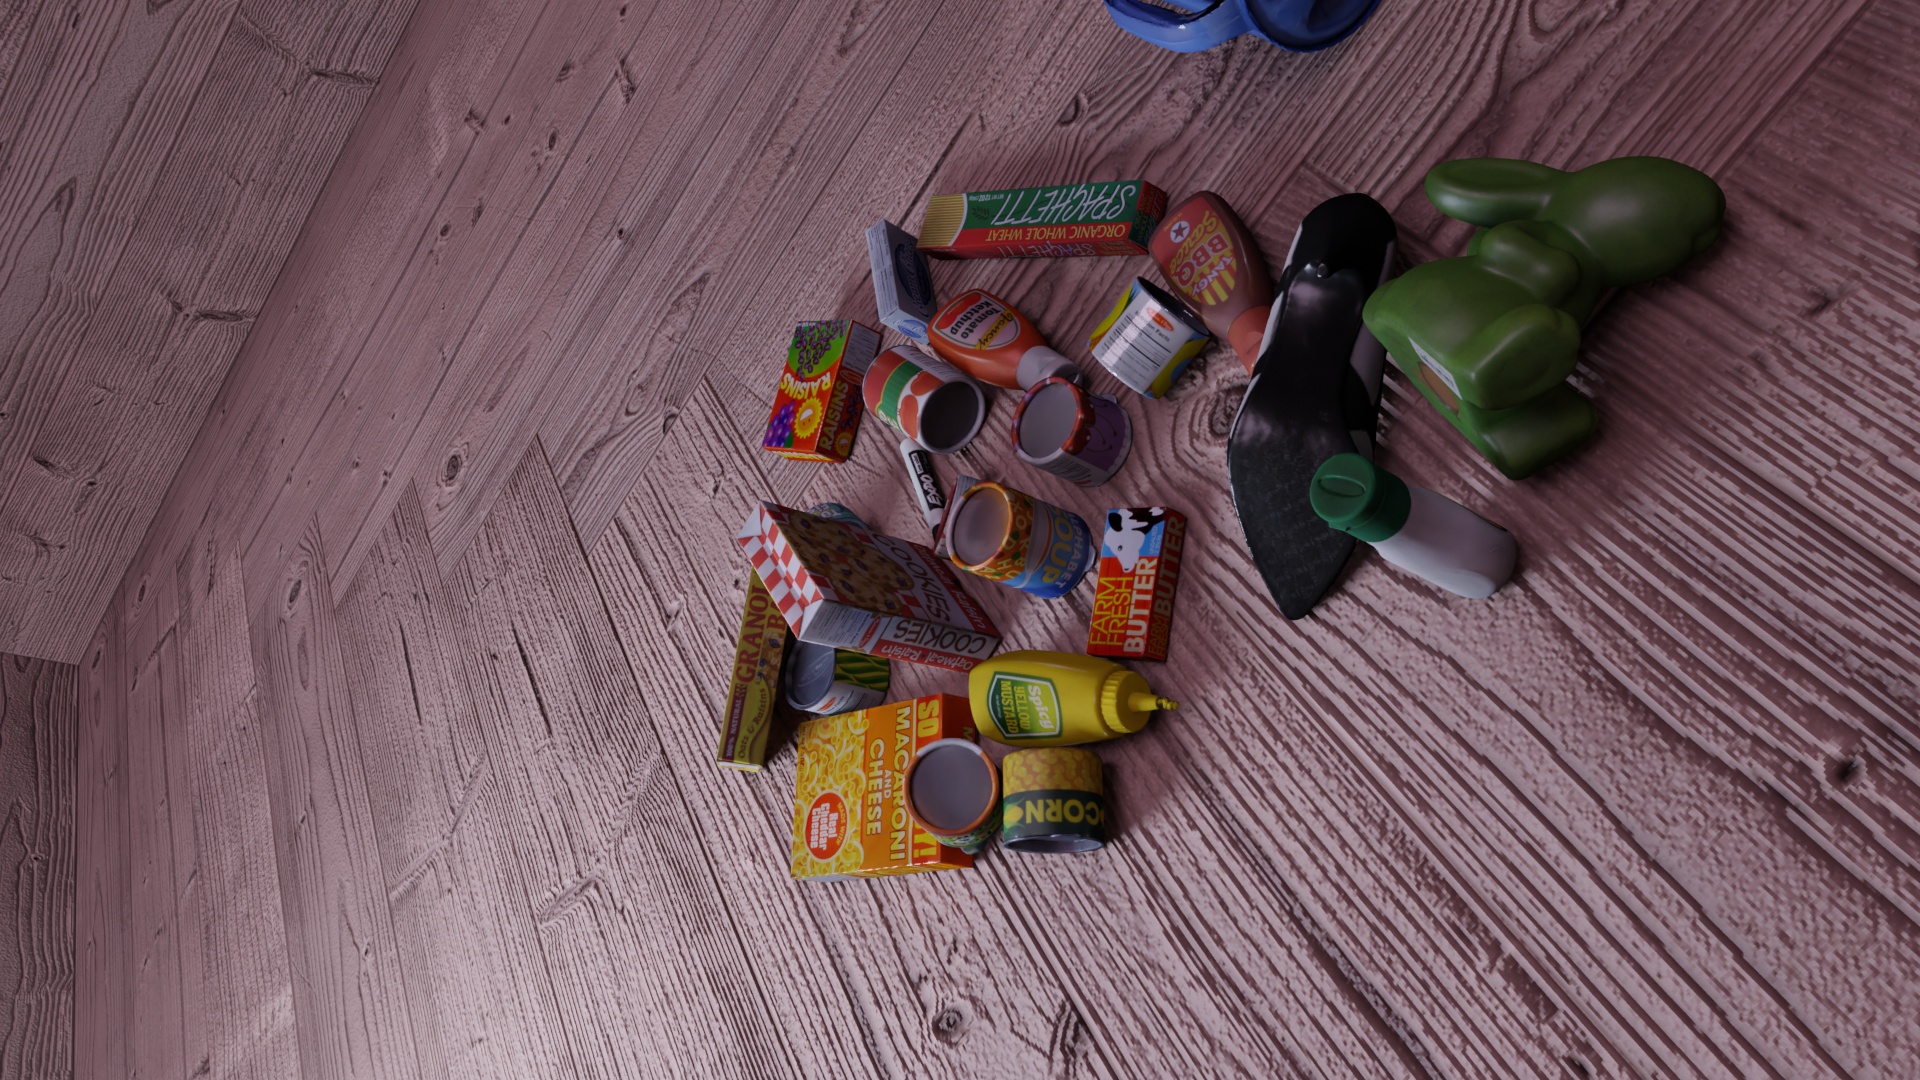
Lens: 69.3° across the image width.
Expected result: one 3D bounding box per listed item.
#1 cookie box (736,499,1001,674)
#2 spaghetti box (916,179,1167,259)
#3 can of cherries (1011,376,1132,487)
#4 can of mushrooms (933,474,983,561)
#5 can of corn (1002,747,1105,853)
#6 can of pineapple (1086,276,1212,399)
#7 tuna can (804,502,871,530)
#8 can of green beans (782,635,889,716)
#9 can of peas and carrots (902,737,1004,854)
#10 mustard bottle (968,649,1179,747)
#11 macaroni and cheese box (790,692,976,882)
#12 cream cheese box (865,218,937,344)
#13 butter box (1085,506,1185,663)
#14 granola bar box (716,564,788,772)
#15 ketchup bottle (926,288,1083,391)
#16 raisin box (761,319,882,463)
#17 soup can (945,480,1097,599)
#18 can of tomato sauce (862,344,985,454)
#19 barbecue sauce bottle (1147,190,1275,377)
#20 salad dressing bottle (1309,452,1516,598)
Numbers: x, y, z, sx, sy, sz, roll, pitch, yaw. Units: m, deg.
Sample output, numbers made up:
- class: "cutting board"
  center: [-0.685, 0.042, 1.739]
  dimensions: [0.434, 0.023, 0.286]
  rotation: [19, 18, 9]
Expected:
- class: "cookie box"
  center: [-0.065, 0.035, 1.018]
  dimensions: [0.040, 0.167, 0.123]
  rotation: [-58, 43, 18]
- class: "spaghetti box"
  center: [0.058, -0.253, 1.105]
  dimensions: [0.250, 0.028, 0.050]
  rotation: [12, 84, 48]
- class: "can of cherries"
  center: [0.079, -0.080, 0.991]
  dimensions: [0.071, 0.058, 0.072]
  rotation: [-19, 62, 41]
- class: "can of mushrooms"
  center: [0.004, -0.013, 1.041]
  dimensions: [0.071, 0.033, 0.071]
  rotation: [-159, 86, -85]
- class: "can of corn"
  center: [0.061, 0.169, 0.904]
  dimensions: [0.071, 0.071, 0.058]
  rotation: [-20, 60, 41]
- class: "can of pineapple"
  center: [0.130, -0.139, 0.958]
  dimensions: [0.057, 0.071, 0.071]
  rotation: [-51, 45, 20]
- class: "tuna can"
  center: [-0.108, 0.002, 1.148]
  dimensions: [0.033, 0.071, 0.071]
  rotation: [39, 104, 47]
- class: "can of green beans"
  center: [-0.099, 0.107, 1.106]
  dimensions: [0.071, 0.058, 0.071]
  rotation: [-20, 62, 41]
- class: "can of peas and carrots"
  center: [-0.002, 0.173, 0.939]
  dimensions: [0.071, 0.058, 0.071]
  rotation: [-3, 70, 8]
- class: "mustard bottle"
  center: [0.076, 0.105, 0.922]
  dimensions: [0.160, 0.049, 0.065]
  rotation: [-6, 97, 45]
- class: "macaroni and cheese box"
  center: [-0.058, 0.188, 1.045]
  dimensions: [0.166, 0.040, 0.124]
  rotation: [-18, 63, 42]
- class: "cream cheese box"
  center: [-0.049, -0.221, 1.187]
  dimensions: [0.024, 0.053, 0.104]
  rotation: [-32, 54, 33]
- class: "butter box"
  center: [0.118, 0.030, 0.933]
  dimensions: [0.053, 0.024, 0.103]
  rotation: [-3, 72, 47]
- class: "granola bar box"
  center: [-0.168, 0.106, 1.150]
  dimensions: [0.124, 0.039, 0.166]
  rotation: [129, 150, -75]
- class: "ketchup bottle"
  center: [0.037, -0.145, 1.069]
  dimensions: [0.065, 0.043, 0.149]
  rotation: [-41, 43, -9]
- class: "raisin box"
  center: [-0.125, -0.133, 1.243]
  dimensions: [0.086, 0.040, 0.123]
  rotation: [7, 79, 47]
- class: "soup can"
  center: [0.043, 0.000, 0.979]
  dimensions: [0.071, 0.084, 0.071]
  rotation: [-19, 62, 41]
- class: "can of tomato sauce"
  center: [-0.030, -0.111, 1.114]
  dimensions: [0.083, 0.071, 0.071]
  rotation: [35, 101, 47]
- class: "barbecue sauce bottle"
  center: [0.180, -0.167, 0.930]
  dimensions: [0.064, 0.043, 0.149]
  rotation: [-43, 48, 26]
- class: "salad dressing bottle"
  center: [0.238, -0.007, 0.727]
  dimensions: [0.064, 0.147, 0.044]
  rotation: [20, 90, 48]
